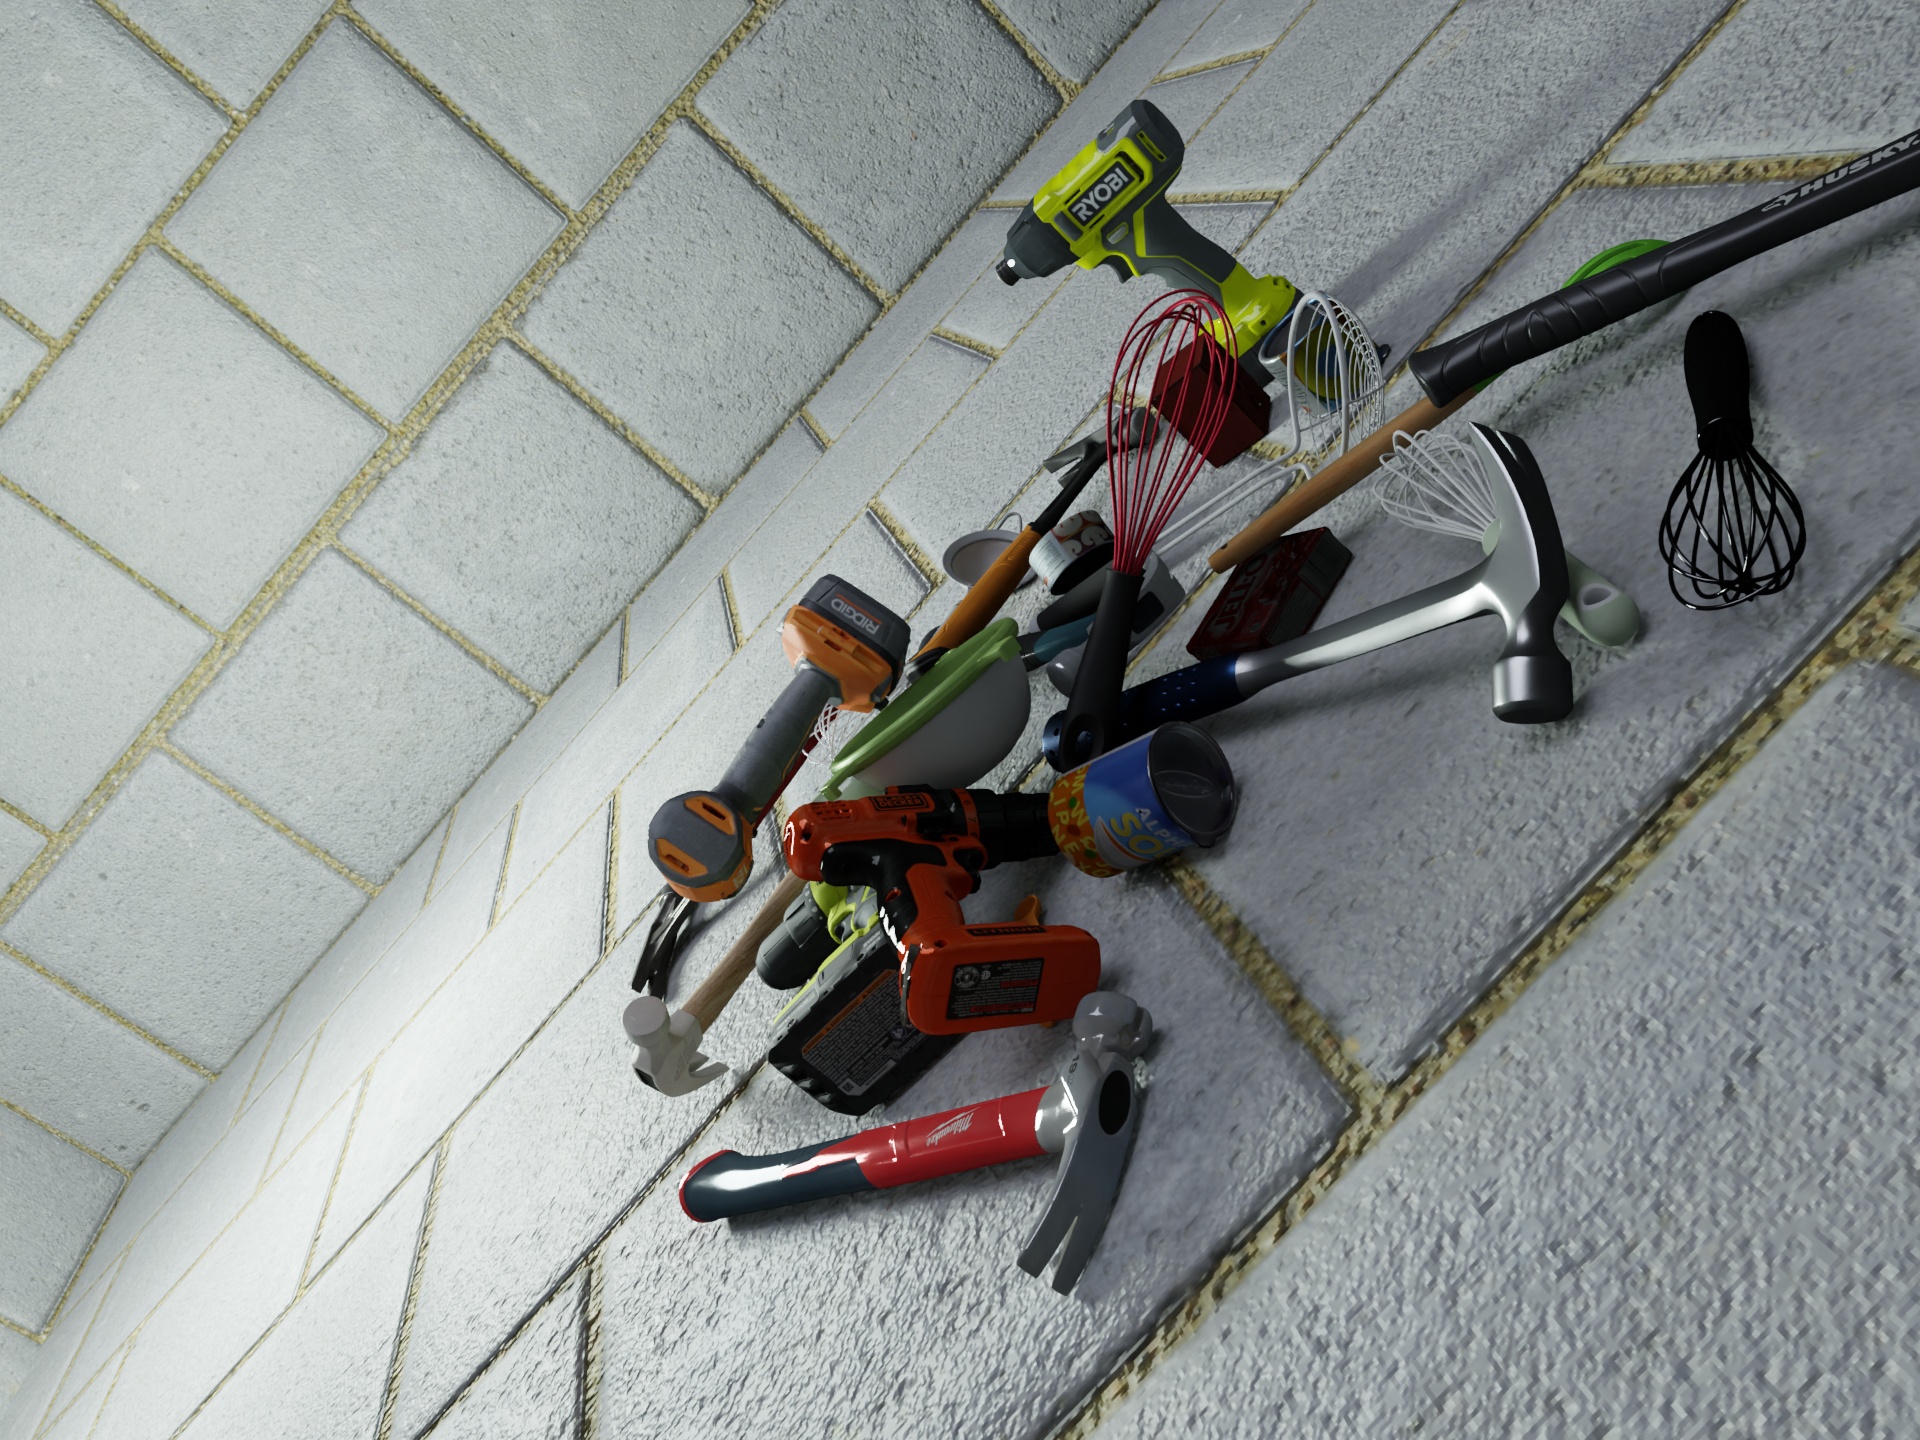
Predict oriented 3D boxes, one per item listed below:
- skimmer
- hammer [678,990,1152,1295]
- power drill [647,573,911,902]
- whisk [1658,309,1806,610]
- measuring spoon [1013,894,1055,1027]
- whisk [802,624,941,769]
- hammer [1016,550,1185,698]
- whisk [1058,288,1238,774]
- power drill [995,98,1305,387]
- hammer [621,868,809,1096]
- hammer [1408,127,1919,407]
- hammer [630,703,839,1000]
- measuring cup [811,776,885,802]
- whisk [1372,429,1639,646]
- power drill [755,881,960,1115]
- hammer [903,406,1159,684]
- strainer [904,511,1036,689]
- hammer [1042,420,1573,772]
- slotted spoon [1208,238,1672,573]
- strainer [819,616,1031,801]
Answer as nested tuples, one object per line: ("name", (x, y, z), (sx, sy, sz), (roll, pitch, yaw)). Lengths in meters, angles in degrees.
("skimmer", (0.148, -0.151, 1.093), (0.363, 0.090, 0.127), (-34, 54, 42))
("hammer", (-0.052, 0.252, 0.865), (0.386, 0.038, 0.143), (-28, 30, 45))
("power drill", (-0.128, 0.024, 1.089), (0.226, 0.084, 0.164), (-56, -3, -14))
("whisk", (0.339, -0.124, 0.711), (0.055, 0.055, 0.239), (-33, 21, 39))
("measuring spoon", (0.046, 0.138, 0.910), (0.021, 0.011, 0.117), (-44, 24, 17))
("whisk", (-0.050, -0.024, 1.279), (0.070, 0.070, 0.285), (-38, 6, 29))
("hammer", (0.057, -0.051, 1.132), (0.128, 0.033, 0.331), (-41, 9, -18))
("whisk", (0.102, -0.105, 0.931), (0.073, 0.073, 0.296), (-146, 68, -70))
("power drill", (0.151, -0.343, 1.240), (0.171, 0.223, 0.080), (-37, 23, 31))
("hammer", (-0.130, 0.139, 1.179), (0.331, 0.031, 0.129), (-52, -26, -33))
("hammer", (0.372, -0.235, 0.787), (0.335, 0.035, 0.146), (-20, 29, 44))
("hammer", (-0.178, 0.080, 1.362), (0.359, 0.036, 0.149), (-53, 16, 24))
("measuring cup", (-0.052, 0.026, 1.109), (0.083, 0.038, 0.168), (-38, 10, 44))
("whisk", (0.270, -0.094, 0.800), (0.058, 0.059, 0.247), (-29, 28, 6))
("power drill", (-0.065, 0.148, 1.030), (0.190, 0.080, 0.229), (-44, 17, 13))
("hammer", (0.047, -0.137, 1.301), (0.127, 0.034, 0.337), (-23, 24, 50))
("strainer", (0.004, -0.093, 1.324), (0.259, 0.087, 0.050), (-58, -25, -49))
("hammer", (0.165, -0.033, 0.873), (0.405, 0.035, 0.144), (-23, 61, 59))
("slotted spoon", (0.274, -0.179, 0.923), (0.313, 0.031, 0.070), (-36, 23, 22))
("strainer", (-0.002, -0.003, 1.059), (0.151, 0.069, 0.256), (-39, 5, 10))
